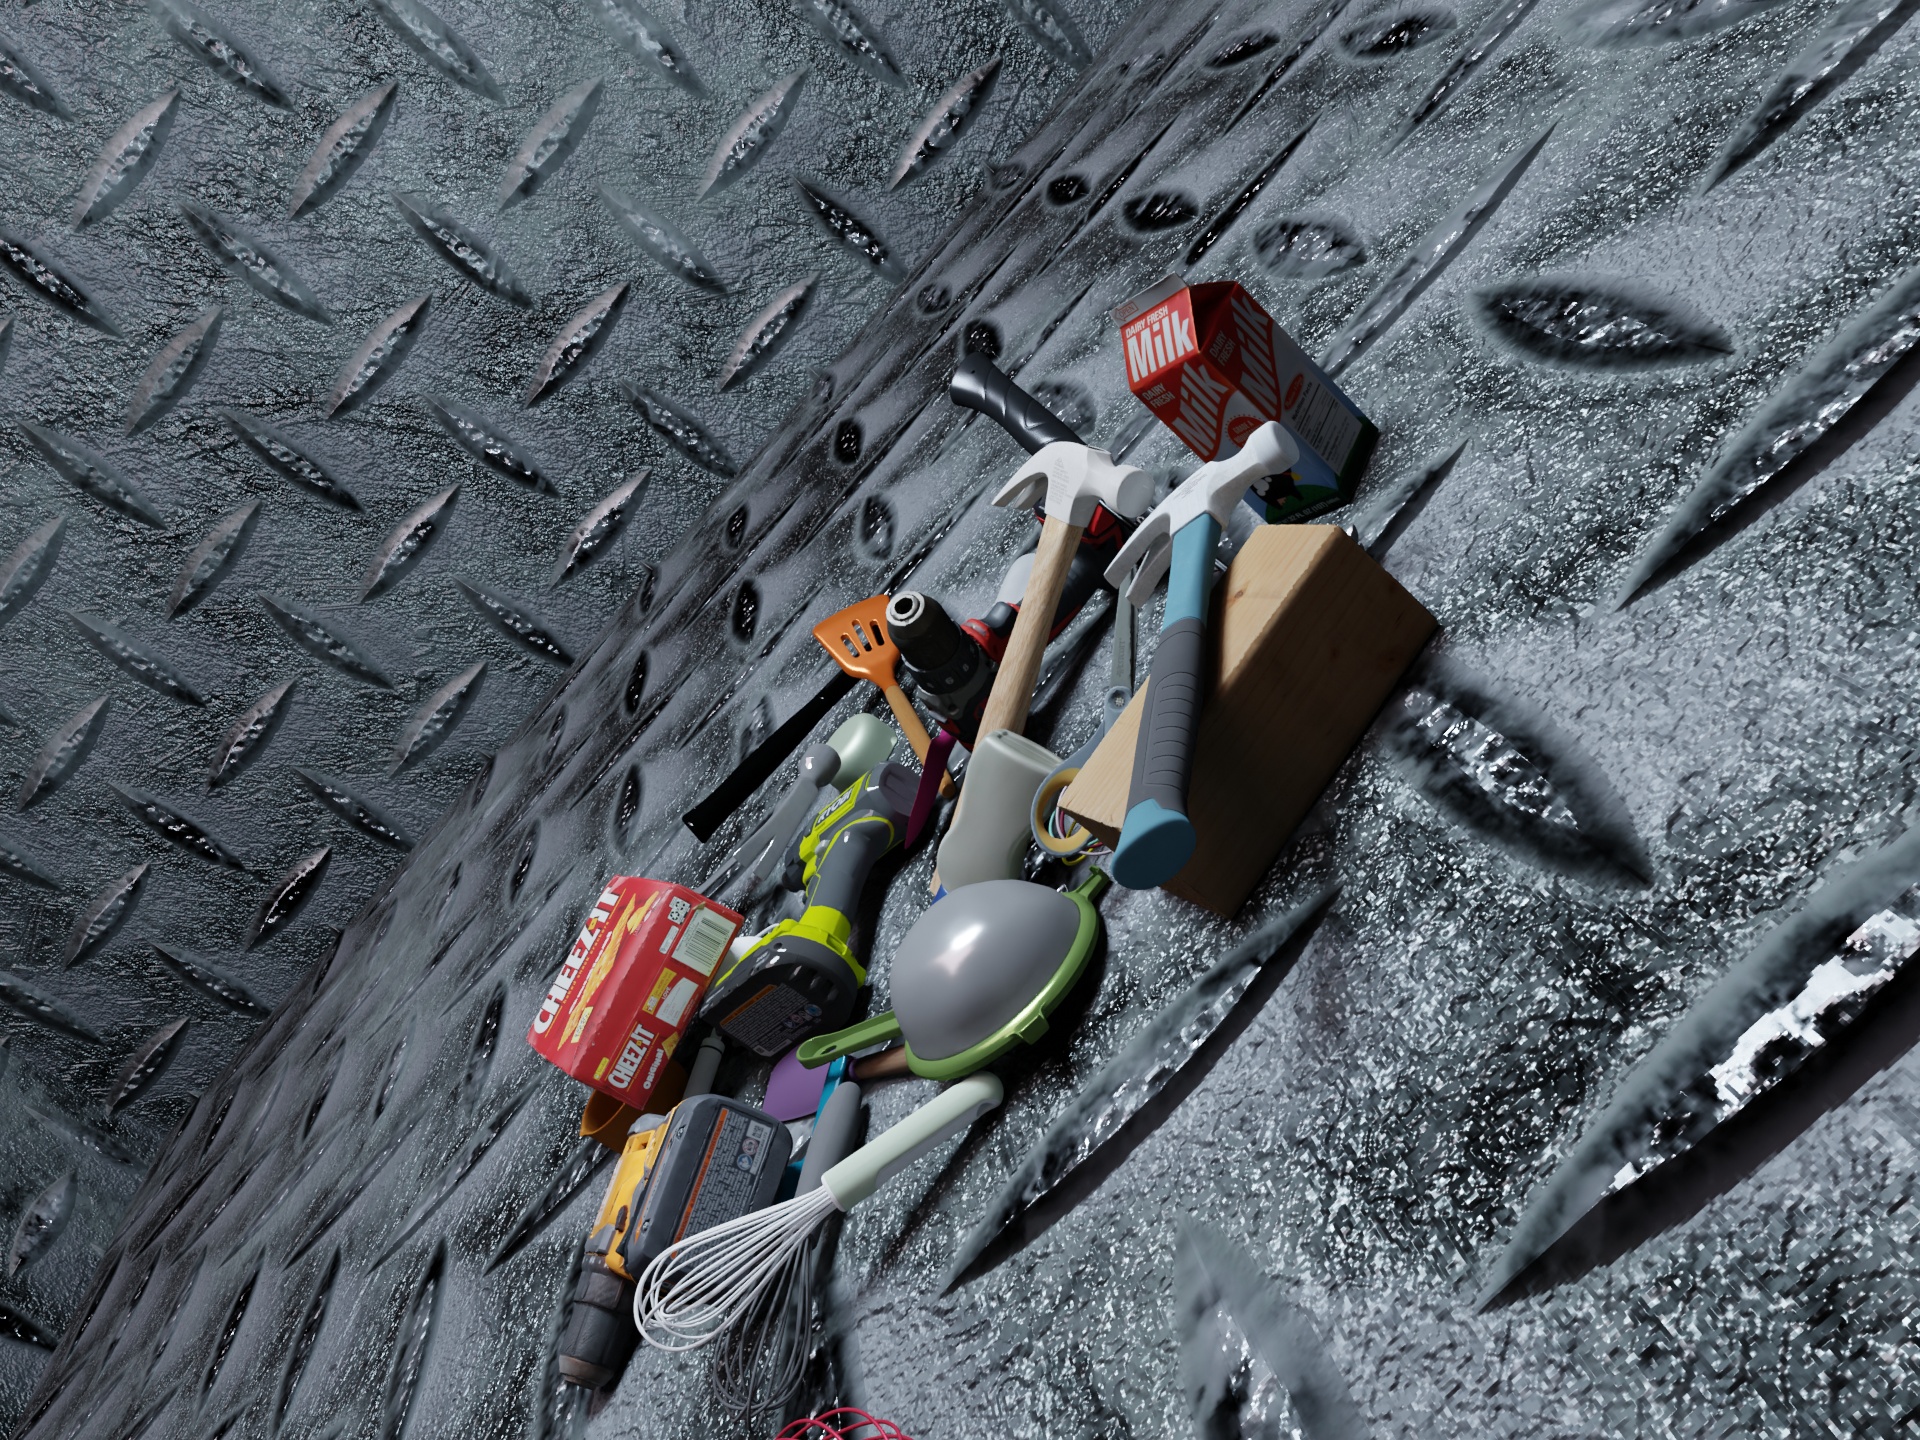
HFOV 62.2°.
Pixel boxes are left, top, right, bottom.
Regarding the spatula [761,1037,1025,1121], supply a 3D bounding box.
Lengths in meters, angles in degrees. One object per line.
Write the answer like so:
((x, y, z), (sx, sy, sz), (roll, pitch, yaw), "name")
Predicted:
((-0.050, 0.225, 1.052), (0.316, 0.018, 0.060), (-26, 43, 49), "spatula")

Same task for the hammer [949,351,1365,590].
((0.108, -0.161, 1.101), (0.149, 0.036, 0.409), (-40, 48, -1), "hammer")

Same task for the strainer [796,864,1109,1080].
((-0.030, 0.162, 1.001), (0.256, 0.069, 0.151), (-28, 19, 36), "strainer")

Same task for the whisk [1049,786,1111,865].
((0.137, -0.005, 1.029), (0.245, 0.047, 0.051), (-52, 32, -14), "whisk")

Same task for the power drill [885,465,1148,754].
((0.042, -0.097, 1.187), (0.080, 0.187, 0.227), (29, 76, 35), "power drill")

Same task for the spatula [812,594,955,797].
((-0.057, -0.021, 1.394), (0.081, 0.041, 0.323), (-26, 31, -4), "spatula")

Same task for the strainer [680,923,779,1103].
((-0.198, 0.256, 1.284), (0.087, 0.050, 0.259), (-18, 39, 32), "strainer")

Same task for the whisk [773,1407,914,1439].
((-0.100, 0.394, 0.824), (0.296, 0.073, 0.073), (-33, 26, 52), "whisk")

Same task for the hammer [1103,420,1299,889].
((0.121, -0.039, 0.866), (0.128, 0.033, 0.331), (-35, 25, 36), "hammer")

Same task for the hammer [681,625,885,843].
((-0.141, -0.005, 1.515), (0.335, 0.035, 0.146), (-47, 18, -27), "hammer")

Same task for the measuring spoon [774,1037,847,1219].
((-0.100, 0.268, 1.054), (0.042, 0.021, 0.129), (-27, 41, 51), "measuring spoon")

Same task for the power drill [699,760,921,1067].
((-0.114, 0.150, 1.239), (0.171, 0.080, 0.223), (-40, 19, 40), "power drill")

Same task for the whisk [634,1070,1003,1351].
((-0.079, 0.277, 0.912), (0.246, 0.057, 0.059), (-33, 57, -7), "whisk")

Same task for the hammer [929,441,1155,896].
((0.036, -0.028, 1.084), (0.130, 0.031, 0.331), (37, 115, 52), "hammer")

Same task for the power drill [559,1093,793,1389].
((-0.201, 0.347, 1.054), (0.226, 0.084, 0.185), (-38, 29, 58), "power drill")

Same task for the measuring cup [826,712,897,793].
((-0.105, 0.056, 1.424), (0.083, 0.038, 0.168), (-37, 23, 33), "measuring cup")

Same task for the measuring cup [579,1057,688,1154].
((-0.278, 0.310, 1.341), (0.095, 0.052, 0.174), (-55, 19, -10), "measuring cup")

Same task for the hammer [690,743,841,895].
((-0.250, 0.167, 1.478), (0.405, 0.035, 0.144), (-41, 13, 41), "hammer")

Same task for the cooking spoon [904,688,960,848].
((-0.002, -0.004, 1.291), (0.319, 0.017, 0.068), (-68, -9, -54), "cooking spoon")

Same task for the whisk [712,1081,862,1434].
((-0.096, 0.315, 0.963), (0.055, 0.055, 0.239), (-36, 21, 34), "whisk")
